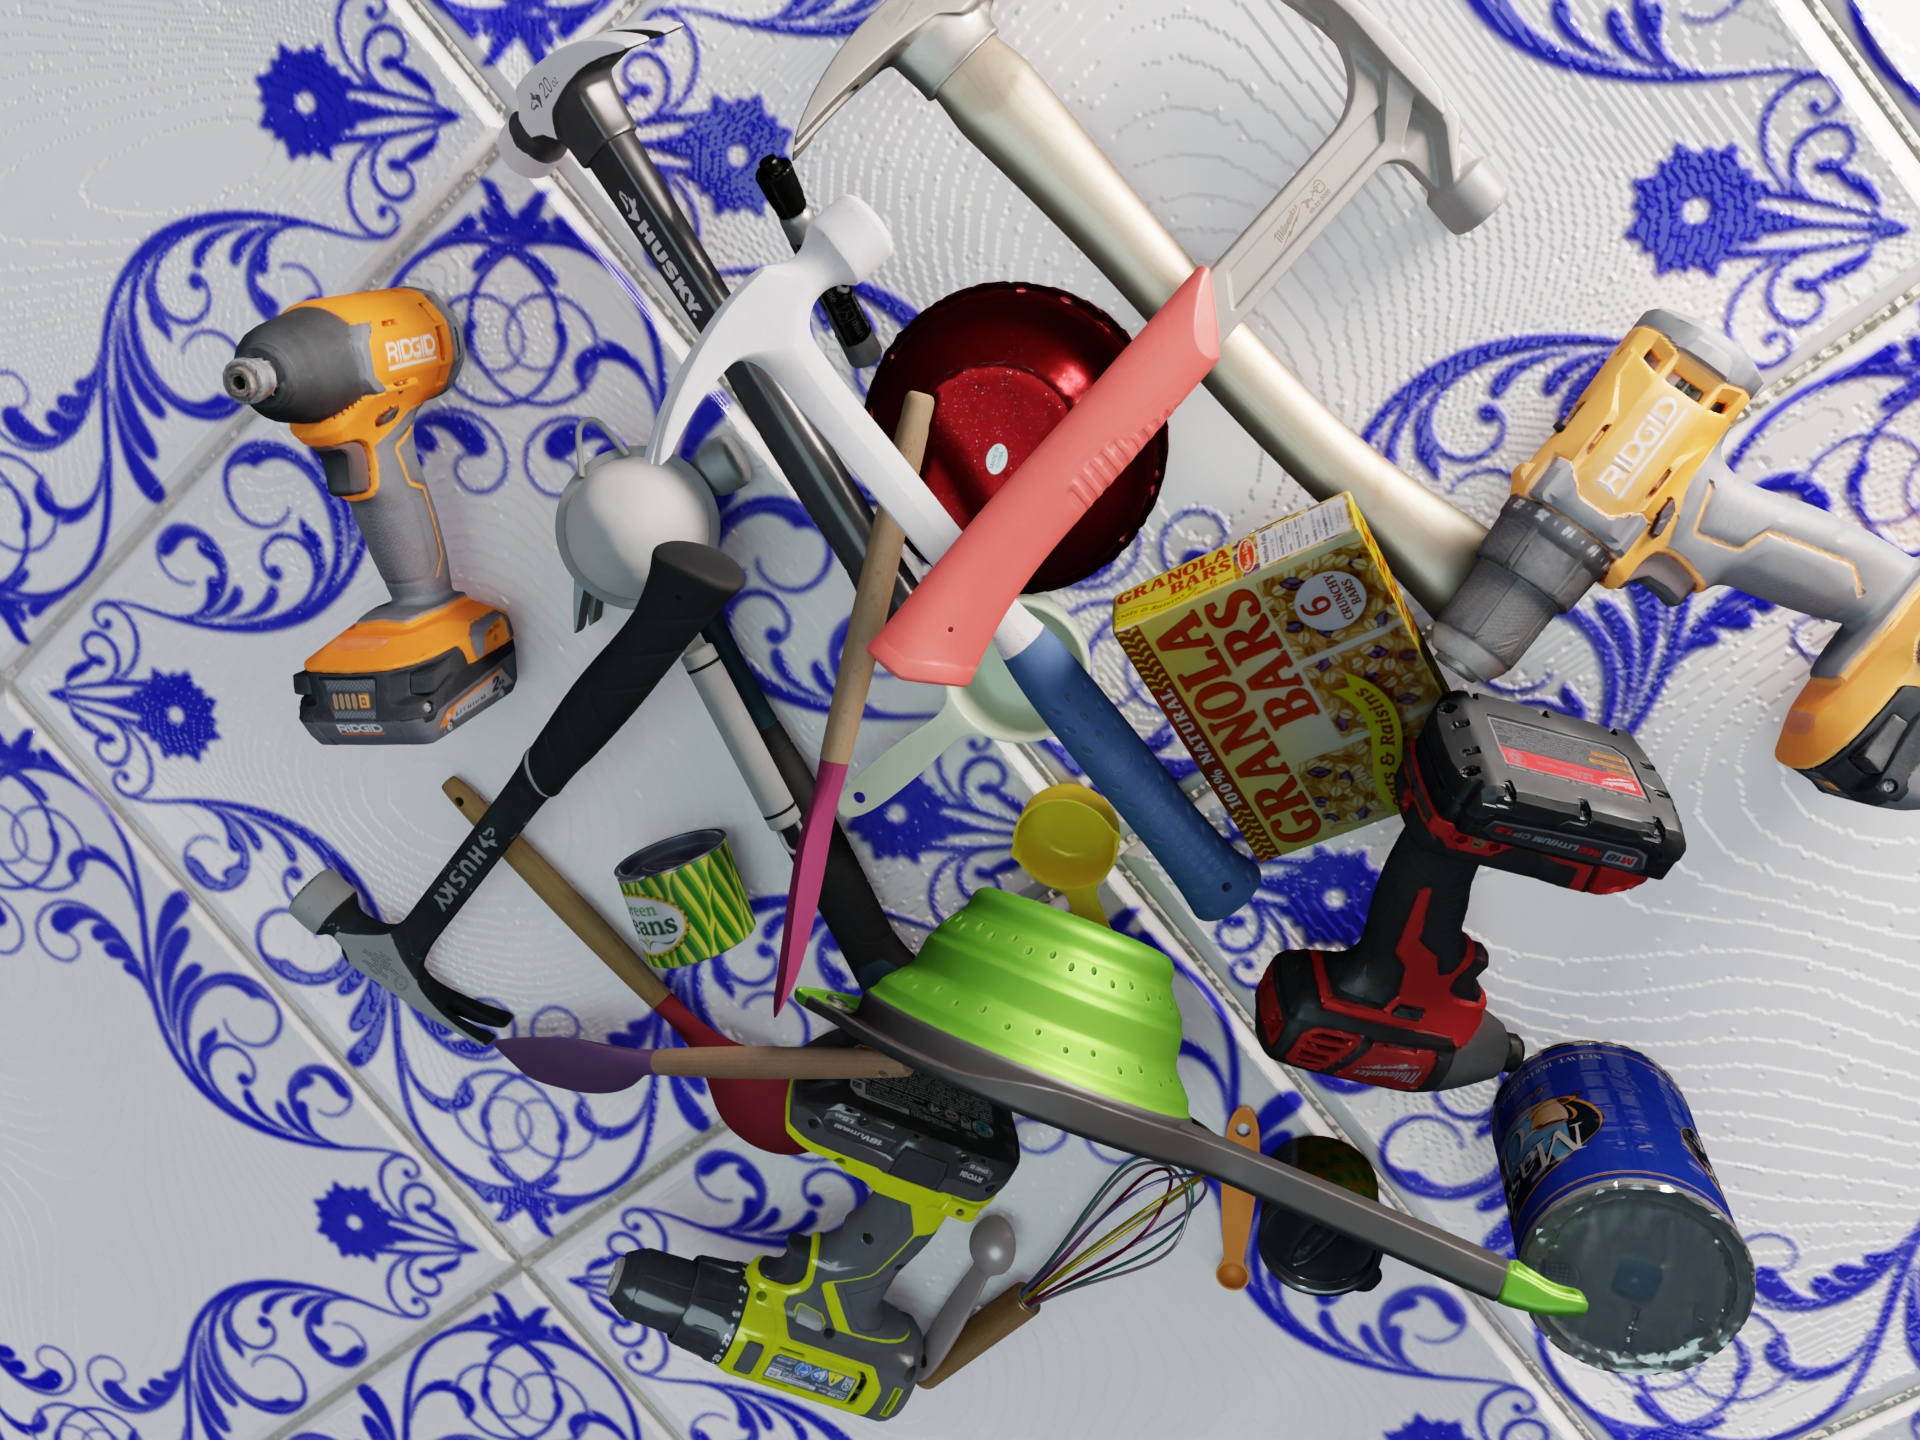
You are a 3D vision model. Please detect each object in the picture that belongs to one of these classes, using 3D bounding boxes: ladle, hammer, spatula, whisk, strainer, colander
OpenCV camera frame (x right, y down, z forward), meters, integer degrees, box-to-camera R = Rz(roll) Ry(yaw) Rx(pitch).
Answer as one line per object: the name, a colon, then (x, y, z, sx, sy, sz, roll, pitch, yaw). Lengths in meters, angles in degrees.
ladle: (-0.195, 0.148, 0.952, 0.315, 0.031, 0.069, 45, 110, -1)
hammer: (0.081, -0.162, 0.714, 0.149, 0.037, 0.359, 42, 89, -11)
hammer: (-0.106, -0.182, 0.793, 0.146, 0.035, 0.334, -17, 109, 55)
spatula: (-0.153, 0.196, 0.907, 0.316, 0.018, 0.059, -9, 130, 36)
hammer: (-0.237, 0.044, 0.880, 0.149, 0.036, 0.409, 42, 124, -5)
whisk: (0.052, 0.331, 0.941, 0.051, 0.047, 0.245, 44, 114, -4)
strainer: (-0.140, -0.040, 0.840, 0.087, 0.050, 0.258, -25, 104, 2)
hammer: (0.106, -0.182, 0.755, 0.410, 0.038, 0.146, 45, 86, -6)
colander: (0.116, 0.170, 0.784, 0.397, 0.204, 0.094, 19, 84, 21)
hammer: (-0.106, 0.017, 0.887, 0.128, 0.033, 0.331, -24, 100, 18)
hammer: (0.019, -0.042, 0.768, 0.144, 0.035, 0.405, -43, 115, -6)

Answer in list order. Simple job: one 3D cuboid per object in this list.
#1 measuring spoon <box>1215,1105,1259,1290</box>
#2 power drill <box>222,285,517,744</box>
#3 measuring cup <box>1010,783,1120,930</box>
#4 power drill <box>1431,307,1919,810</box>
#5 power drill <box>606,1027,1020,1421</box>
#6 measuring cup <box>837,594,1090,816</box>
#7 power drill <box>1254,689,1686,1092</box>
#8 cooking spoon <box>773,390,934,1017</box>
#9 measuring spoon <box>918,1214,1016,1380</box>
measuring spoon: (0.160, 0.275, 0.918, 0.021, 0.011, 0.117, 4, 104, 13)
power drill: (-0.309, -0.105, 0.828, 0.084, 0.164, 0.226, 0, 108, 12)
measuring cup: (0.074, 0.103, 0.881, 0.062, 0.029, 0.156, -12, 115, 19)
power drill: (0.347, -0.050, 0.724, 0.226, 0.084, 0.185, 37, 97, 3)
power drill: (-0.084, 0.296, 0.927, 0.190, 0.080, 0.228, 23, 111, -11)
measuring cup: (-0.001, -0.003, 0.854, 0.167, 0.038, 0.083, -39, 95, 21)
power drill: (0.250, 0.101, 0.786, 0.143, 0.079, 0.219, 14, 127, -9)
cooking spoon: (-0.056, -0.004, 0.788, 0.017, 0.069, 0.319, 12, 99, -9)
measuring spoon: (-0.004, 0.350, 0.958, 0.018, 0.034, 0.124, 15, 109, -39)
